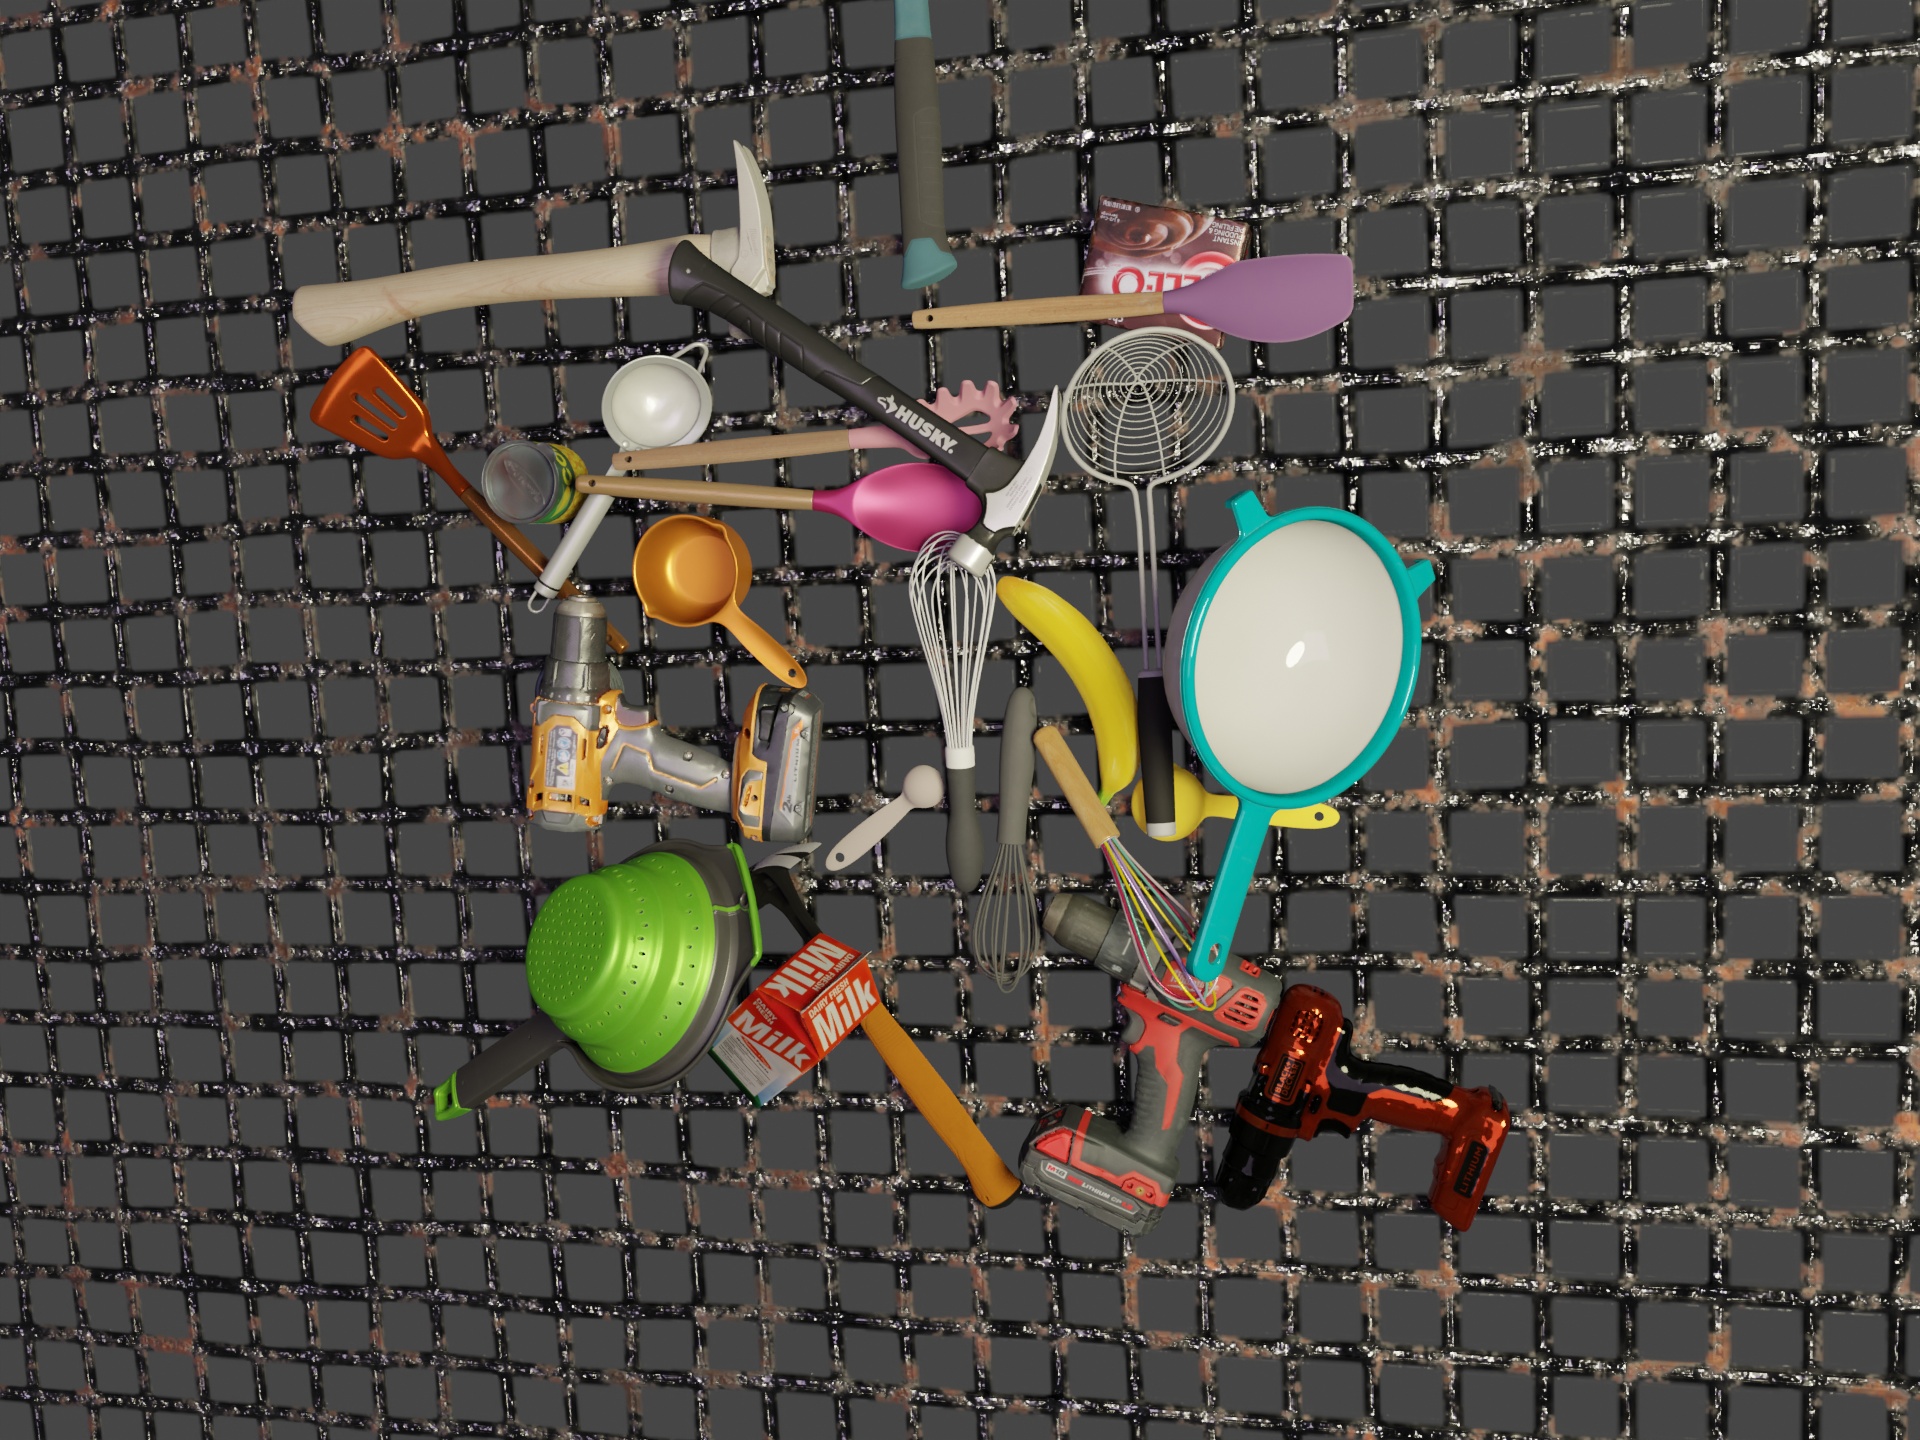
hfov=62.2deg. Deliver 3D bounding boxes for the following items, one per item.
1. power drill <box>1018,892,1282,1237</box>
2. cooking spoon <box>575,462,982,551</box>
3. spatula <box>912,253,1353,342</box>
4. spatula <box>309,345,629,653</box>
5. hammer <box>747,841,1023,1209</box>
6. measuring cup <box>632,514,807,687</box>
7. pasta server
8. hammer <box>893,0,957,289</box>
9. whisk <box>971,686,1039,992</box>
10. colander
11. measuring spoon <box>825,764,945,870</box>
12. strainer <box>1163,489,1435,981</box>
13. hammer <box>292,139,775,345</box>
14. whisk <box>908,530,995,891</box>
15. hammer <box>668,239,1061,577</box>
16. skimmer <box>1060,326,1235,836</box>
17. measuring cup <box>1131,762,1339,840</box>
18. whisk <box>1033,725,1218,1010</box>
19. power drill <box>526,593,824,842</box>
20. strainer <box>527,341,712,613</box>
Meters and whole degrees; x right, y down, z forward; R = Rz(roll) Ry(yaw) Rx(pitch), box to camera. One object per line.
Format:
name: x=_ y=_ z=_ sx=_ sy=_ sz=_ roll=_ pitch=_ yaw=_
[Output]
power drill: x=0.120 y=0.256 z=1.222 sx=0.188 sy=0.080 sz=0.226 roll=25 pitch=99 yaw=9
cooking spoon: x=-0.139 y=-0.173 z=1.232 sx=0.319 sy=0.017 sz=0.069 roll=4 pitch=94 yaw=1
spatula: x=0.120 y=-0.296 z=1.143 sx=0.316 sy=0.018 sz=0.059 roll=-1 pitch=103 yaw=11
spatula: x=-0.392 y=-0.169 z=1.300 sx=0.322 sy=0.041 sz=0.081 roll=44 pitch=103 yaw=3
hammer: x=-0.056 y=0.245 z=1.256 sx=0.337 sy=0.034 sz=0.127 roll=54 pitch=146 yaw=-3
measuring cup: x=-0.179 y=-0.090 z=1.258 sx=0.173 sy=0.052 sz=0.095 roll=44 pitch=103 yaw=2
pasta server: x=-0.113 y=-0.214 z=1.214 sx=0.316 sy=0.040 sz=0.060 roll=-5 pitch=87 yaw=5
hammer: x=-0.033 y=-0.492 z=1.185 sx=0.128 sy=0.033 sz=0.331 roll=-2 pitch=96 yaw=12
whisk: x=0.041 y=0.093 z=1.236 sx=0.055 sy=0.055 sz=0.239 roll=5 pitch=93 yaw=12
colander: x=-0.330 y=0.224 z=1.273 sx=0.397 sy=0.094 sz=0.205 roll=-35 pitch=53 yaw=26
measuring spoon: x=-0.063 y=0.082 z=1.269 sx=0.124 sy=0.018 sz=0.034 roll=-41 pitch=87 yaw=15
strainer: x=0.200 y=0.012 z=1.135 sx=0.210 sy=0.095 sz=0.340 roll=14 pitch=95 yaw=-31
hammer: x=-0.346 y=-0.362 z=1.269 sx=0.410 sy=0.038 sz=0.146 roll=-3 pitch=95 yaw=13
whisk: x=-0.003 y=-0.004 z=1.229 sx=0.070 sy=0.070 sz=0.284 roll=0 pitch=102 yaw=12
hammer: x=-0.078 y=-0.257 z=1.180 sx=0.335 sy=0.035 sz=0.146 roll=35 pitch=93 yaw=8
skimmer: x=0.142 y=-0.095 z=1.152 sx=0.127 sy=0.090 sz=0.363 roll=-3 pitch=91 yaw=-6
measuring cup: x=0.206 y=0.068 z=1.200 sx=0.156 sy=0.029 sz=0.062 roll=4 pitch=98 yaw=15
whisk: x=0.121 y=0.109 z=1.182 sx=0.245 sy=0.047 sz=0.051 roll=60 pitch=144 yaw=18
power drill: x=-0.225 y=0.002 z=1.248 sx=0.226 sy=0.084 sz=0.185 roll=6 pitch=98 yaw=2
strainer: x=-0.277 y=-0.194 z=1.263 sx=0.086 sy=0.050 sz=0.258 roll=27 pitch=102 yaw=-35
